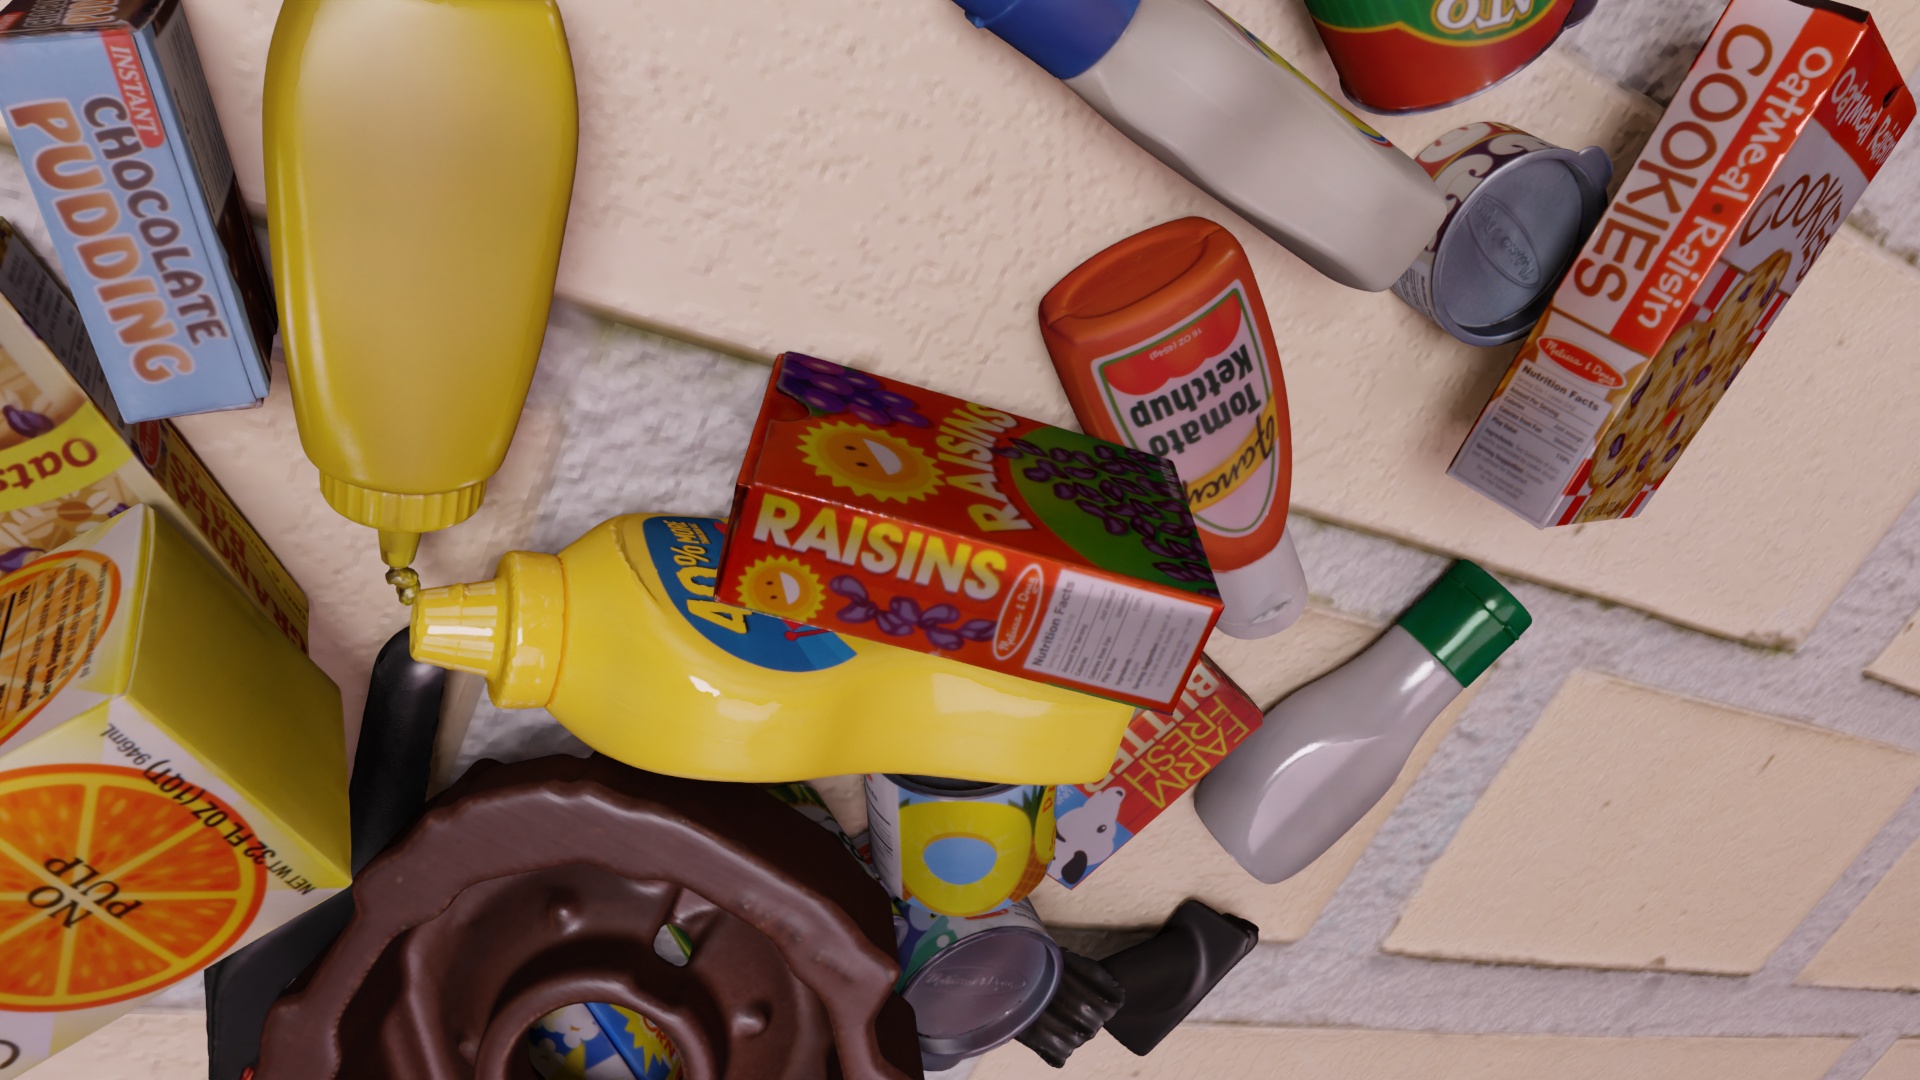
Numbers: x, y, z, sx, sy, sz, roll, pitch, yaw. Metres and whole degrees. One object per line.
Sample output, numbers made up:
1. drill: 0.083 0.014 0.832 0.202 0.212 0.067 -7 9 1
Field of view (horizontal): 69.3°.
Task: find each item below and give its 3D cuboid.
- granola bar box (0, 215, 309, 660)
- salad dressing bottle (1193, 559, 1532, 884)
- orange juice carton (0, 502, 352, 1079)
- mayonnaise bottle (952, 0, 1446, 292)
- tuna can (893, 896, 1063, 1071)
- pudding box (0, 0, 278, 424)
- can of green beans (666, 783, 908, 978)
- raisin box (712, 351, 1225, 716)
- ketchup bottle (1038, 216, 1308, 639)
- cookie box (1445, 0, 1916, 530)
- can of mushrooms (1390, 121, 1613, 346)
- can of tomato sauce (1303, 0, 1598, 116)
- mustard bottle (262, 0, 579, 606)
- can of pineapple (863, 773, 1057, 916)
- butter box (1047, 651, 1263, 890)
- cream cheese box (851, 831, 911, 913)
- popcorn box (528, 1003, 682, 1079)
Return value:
1. granola bar box: -0.262 0.016 0.321 0.166 0.039 0.123 -26 129 -8
2. salad dressing bottle: 0.160 0.071 0.552 0.147 0.044 0.064 -45 126 6
3. orange juice carton: -0.239 0.080 0.301 0.193 0.073 0.071 -30 131 -4
4. mayonnaise bottle: 0.064 -0.120 0.371 0.148 0.065 0.041 25 113 -31
5. tuna can: 0.000 0.156 0.507 0.071 0.033 0.070 -12 125 -18
6. pudding box: -0.174 -0.073 0.297 0.030 0.050 0.083 -12 125 -16
7. can of green beans: -0.060 0.123 0.460 0.071 0.058 0.071 -31 153 -18
8. raisin box: 0.001 -0.005 0.377 0.123 0.086 0.040 15 118 -9
9. ketchup bottle: 0.078 -0.028 0.448 0.065 0.044 0.148 -29 129 0
10. cookie box: 0.242 -0.084 0.462 0.123 0.040 0.166 -3 125 -51
11. can of mushrooms: 0.174 -0.101 0.451 0.071 0.033 0.070 -12 125 -17
12. can of tomato sauce: 0.117 -0.164 0.359 0.071 0.071 0.083 -39 128 4
13. mustard bottle: -0.131 -0.054 0.330 0.065 0.049 0.159 2 121 -26
14. can of pineapple: 0.002 0.083 0.471 0.071 0.071 0.057 -13 127 -17
15. butter box: 0.061 0.083 0.525 0.103 0.024 0.053 -42 128 6
16. cream cheese box: -0.014 0.149 0.534 0.053 0.024 0.103 -26 128 -7
17. popcorn box: -0.145 0.196 0.458 0.126 0.038 0.085 -31 99 11
